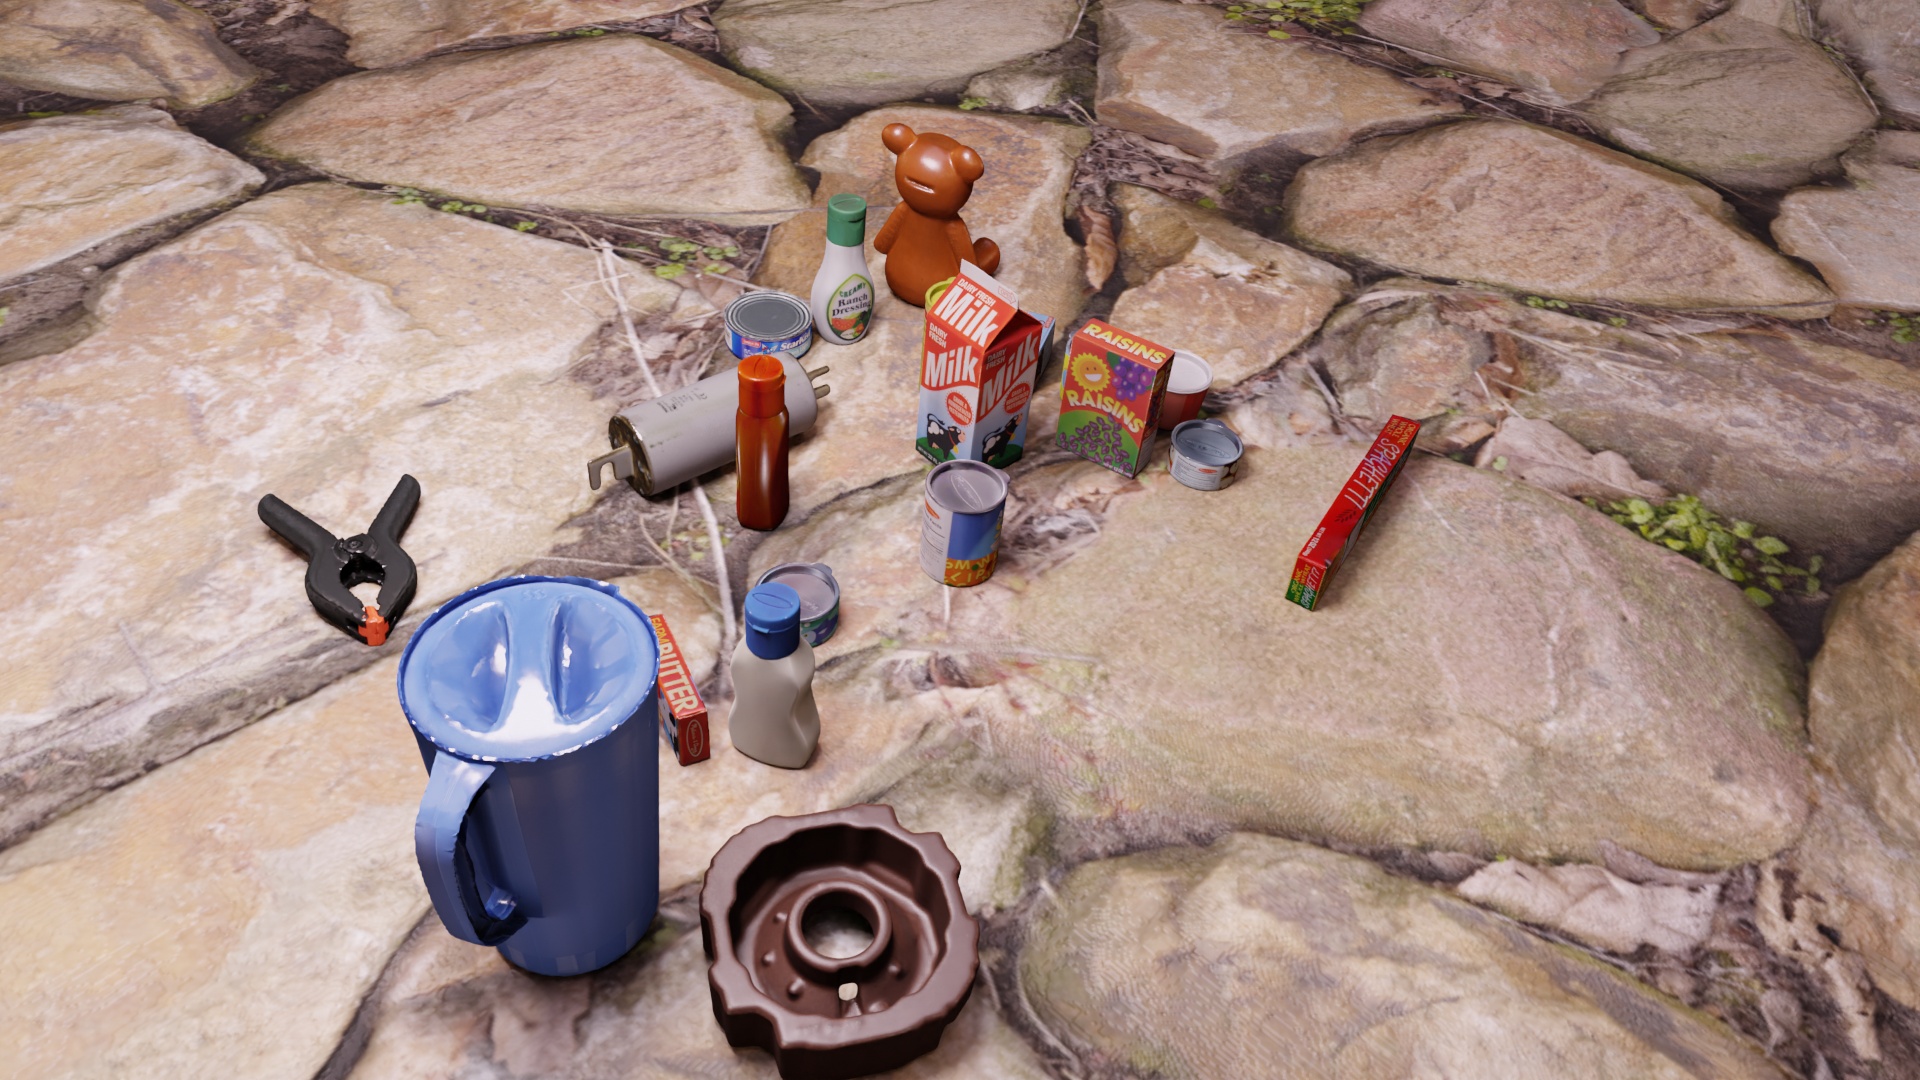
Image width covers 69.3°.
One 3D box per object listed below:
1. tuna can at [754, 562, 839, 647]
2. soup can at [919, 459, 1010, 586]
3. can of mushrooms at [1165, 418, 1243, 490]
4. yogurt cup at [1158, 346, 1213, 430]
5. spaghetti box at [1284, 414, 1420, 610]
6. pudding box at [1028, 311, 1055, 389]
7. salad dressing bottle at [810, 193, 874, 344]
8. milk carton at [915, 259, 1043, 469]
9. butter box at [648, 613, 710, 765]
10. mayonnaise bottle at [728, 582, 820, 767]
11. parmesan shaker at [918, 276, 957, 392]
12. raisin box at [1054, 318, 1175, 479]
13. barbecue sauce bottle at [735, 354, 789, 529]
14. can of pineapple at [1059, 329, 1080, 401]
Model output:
[{"bbox_3d":[-0.126,0.050,1.083,0.071,0.032,0.071,4,42,-3],"label":"tuna can"},{"bbox_3d":[0.004,-0.014,1.133,0.071,0.083,0.072,4,42,-3],"label":"soup can"},{"bbox_3d":[0.224,-0.079,1.270,0.071,0.033,0.071,4,42,-3],"label":"can of mushrooms"},{"bbox_3d":[0.202,-0.141,1.321,0.072,0.053,0.073,4,42,-3],"label":"yogurt cup"},{"bbox_3d":[0.348,-0.030,1.220,0.029,0.049,0.251,26,45,20],"label":"spaghetti box"},{"bbox_3d":[0.066,-0.180,1.349,0.030,0.049,0.084,16,43,10],"label":"pudding box"},{"bbox_3d":[-0.112,-0.261,1.342,0.064,0.146,0.044,-20,48,-26],"label":"salad dressing bottle"},{"bbox_3d":[0.016,-0.147,1.201,0.074,0.189,0.072,-29,53,-33],"label":"milk carton"},{"bbox_3d":[-0.208,0.106,0.996,0.024,0.052,0.104,-15,46,-22],"label":"butter box"},{"bbox_3d":[-0.127,0.093,0.950,0.065,0.147,0.041,17,43,11],"label":"mayonnaise bottle"},{"bbox_3d":[-0.003,-0.185,1.306,0.071,0.102,0.072,4,42,-3],"label":"parmesan shaker"},{"bbox_3d":[0.137,-0.127,1.245,0.086,0.122,0.040,27,46,21],"label":"raisin box"},{"bbox_3d":[-0.162,-0.082,1.137,0.044,0.147,0.065,7,42,0],"label":"barbecue sauce bottle"},{"bbox_3d":[0.130,-0.160,1.329,0.071,0.057,0.071,4,42,-3],"label":"can of pineapple"}]
